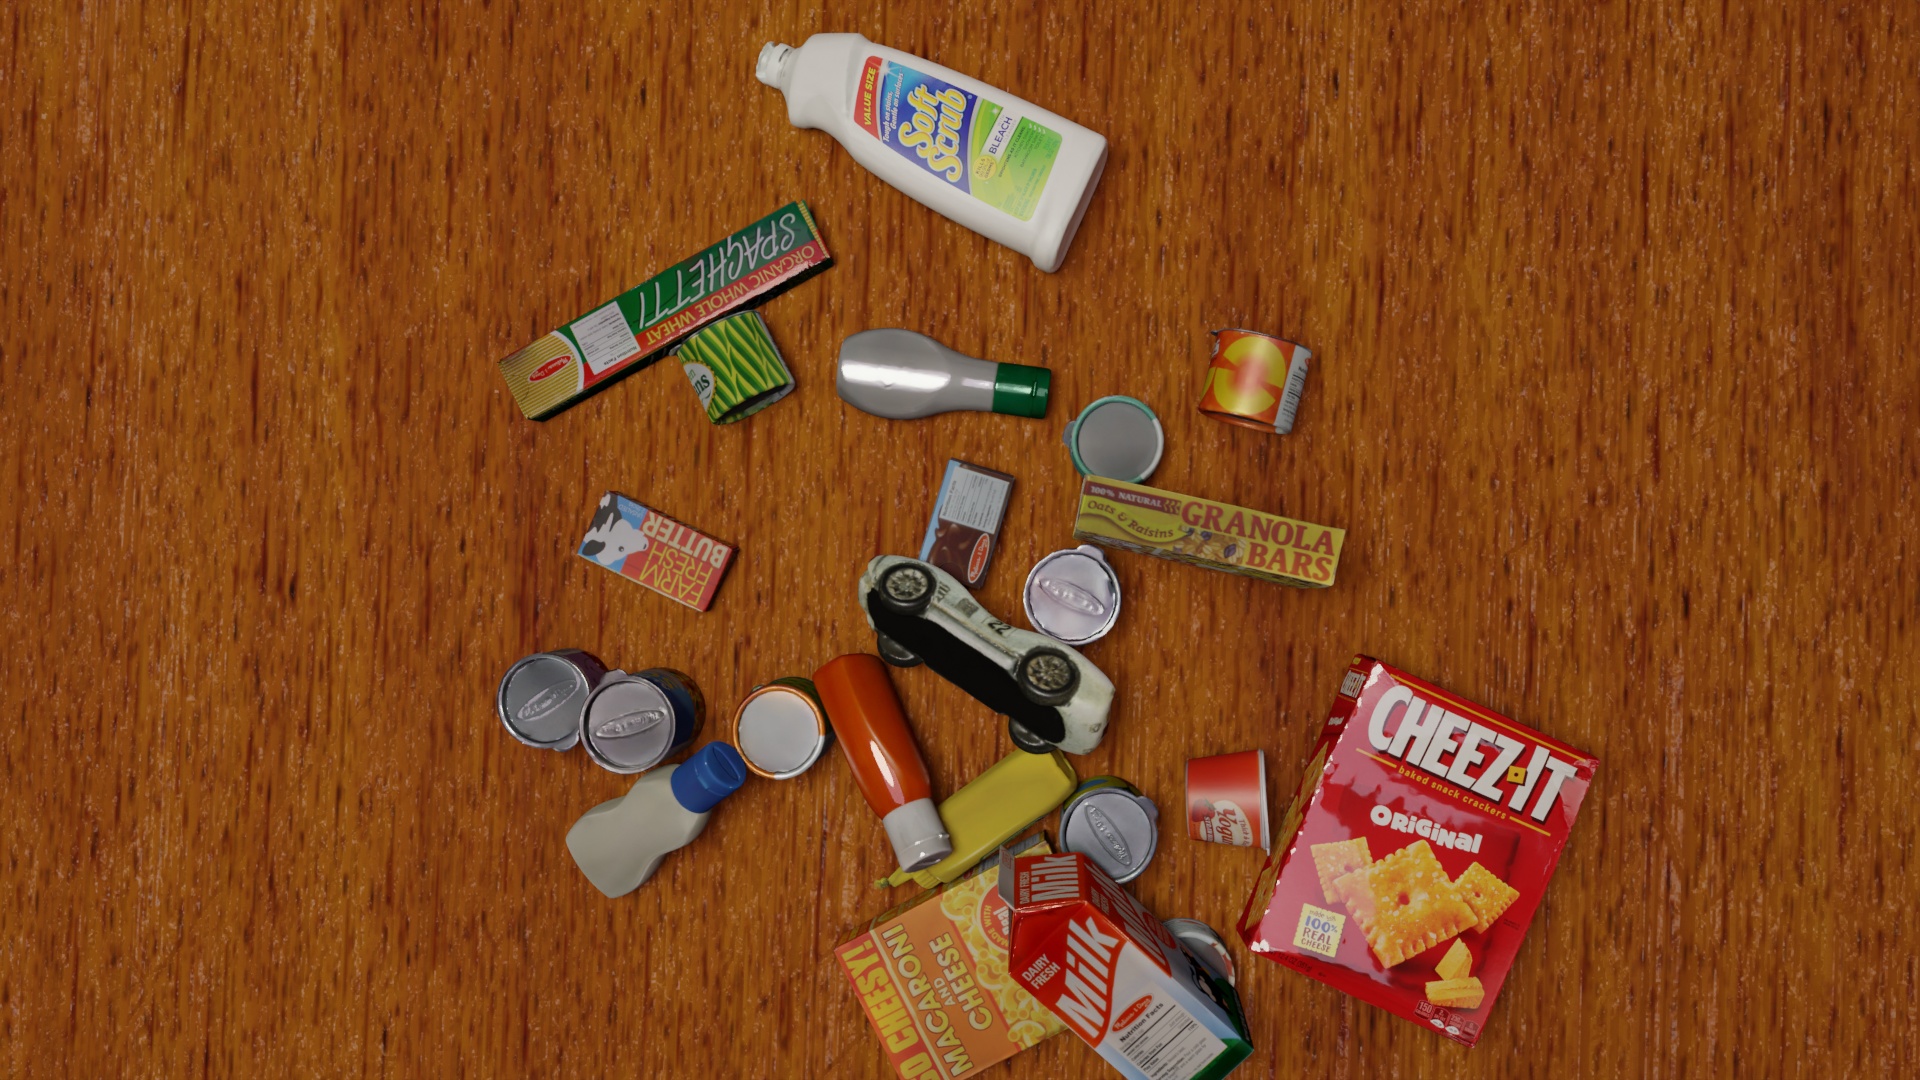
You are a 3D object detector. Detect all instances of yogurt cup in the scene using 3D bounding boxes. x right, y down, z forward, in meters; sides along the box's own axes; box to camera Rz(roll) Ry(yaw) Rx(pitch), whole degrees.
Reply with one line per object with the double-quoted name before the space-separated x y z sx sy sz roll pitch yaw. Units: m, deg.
"yogurt cup" 0.183 0.177 0.952 0.054 0.072 0.072 -3 89 12

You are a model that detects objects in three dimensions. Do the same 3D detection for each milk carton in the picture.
"milk carton" 0.094 0.274 0.902 0.190 0.072 0.073 42 101 -7

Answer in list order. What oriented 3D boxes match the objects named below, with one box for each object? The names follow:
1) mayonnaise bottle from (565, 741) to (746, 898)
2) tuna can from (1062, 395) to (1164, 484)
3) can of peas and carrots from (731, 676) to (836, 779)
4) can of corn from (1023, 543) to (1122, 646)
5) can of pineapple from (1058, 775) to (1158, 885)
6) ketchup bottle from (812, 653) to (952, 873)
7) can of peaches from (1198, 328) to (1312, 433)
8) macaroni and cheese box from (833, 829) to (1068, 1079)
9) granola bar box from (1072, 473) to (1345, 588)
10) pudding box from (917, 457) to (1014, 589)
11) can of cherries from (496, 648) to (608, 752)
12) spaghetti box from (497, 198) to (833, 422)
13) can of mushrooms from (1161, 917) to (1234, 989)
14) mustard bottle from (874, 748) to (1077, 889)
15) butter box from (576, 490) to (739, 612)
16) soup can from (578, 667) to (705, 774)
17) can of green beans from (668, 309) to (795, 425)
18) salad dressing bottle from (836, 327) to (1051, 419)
"mayonnaise bottle" -0.208 0.189 0.961 0.147 0.041 0.065 -38 89 27
"tuna can" 0.107 -0.069 0.975 0.071 0.033 0.071 0 89 3
"can of peas and carrots" -0.125 0.129 0.974 0.071 0.059 0.071 0 89 3
"can of corn" 0.079 0.036 0.962 0.071 0.058 0.071 0 89 4
"can of pineapple" 0.103 0.198 0.958 0.071 0.058 0.071 0 90 4
"ketchup bottle" -0.050 0.150 0.944 0.043 0.064 0.149 -34 65 19
"can of peaches" 0.200 -0.109 0.954 0.071 0.071 0.058 14 91 4
"macaroni and cheese box" 0.014 0.298 0.972 0.166 0.040 0.123 -28 88 2
"granola bar box" 0.159 -0.003 0.925 0.166 0.124 0.039 13 88 4
"pudding box" 0.004 -0.012 0.983 0.050 0.030 0.083 17 90 3
"can of cherries" -0.285 0.113 0.986 0.071 0.058 0.071 0 89 3
"spaghetti box" -0.210 -0.164 1.000 0.250 0.028 0.050 -27 87 3
"can of mushrooms" 0.157 0.302 0.965 0.071 0.033 0.071 0 89 3
"mustard bottle" 0.007 0.198 0.965 0.160 0.065 0.049 -37 82 8
"butter box" -0.217 0.008 1.000 0.103 0.024 0.053 24 91 4
"soup can" -0.220 0.121 0.968 0.071 0.084 0.071 0 89 4
"can of green beans" -0.158 -0.121 0.977 0.071 0.071 0.058 -27 88 3
"salad dressing bottle" -0.011 -0.113 0.979 0.148 0.044 0.064 8 88 3
